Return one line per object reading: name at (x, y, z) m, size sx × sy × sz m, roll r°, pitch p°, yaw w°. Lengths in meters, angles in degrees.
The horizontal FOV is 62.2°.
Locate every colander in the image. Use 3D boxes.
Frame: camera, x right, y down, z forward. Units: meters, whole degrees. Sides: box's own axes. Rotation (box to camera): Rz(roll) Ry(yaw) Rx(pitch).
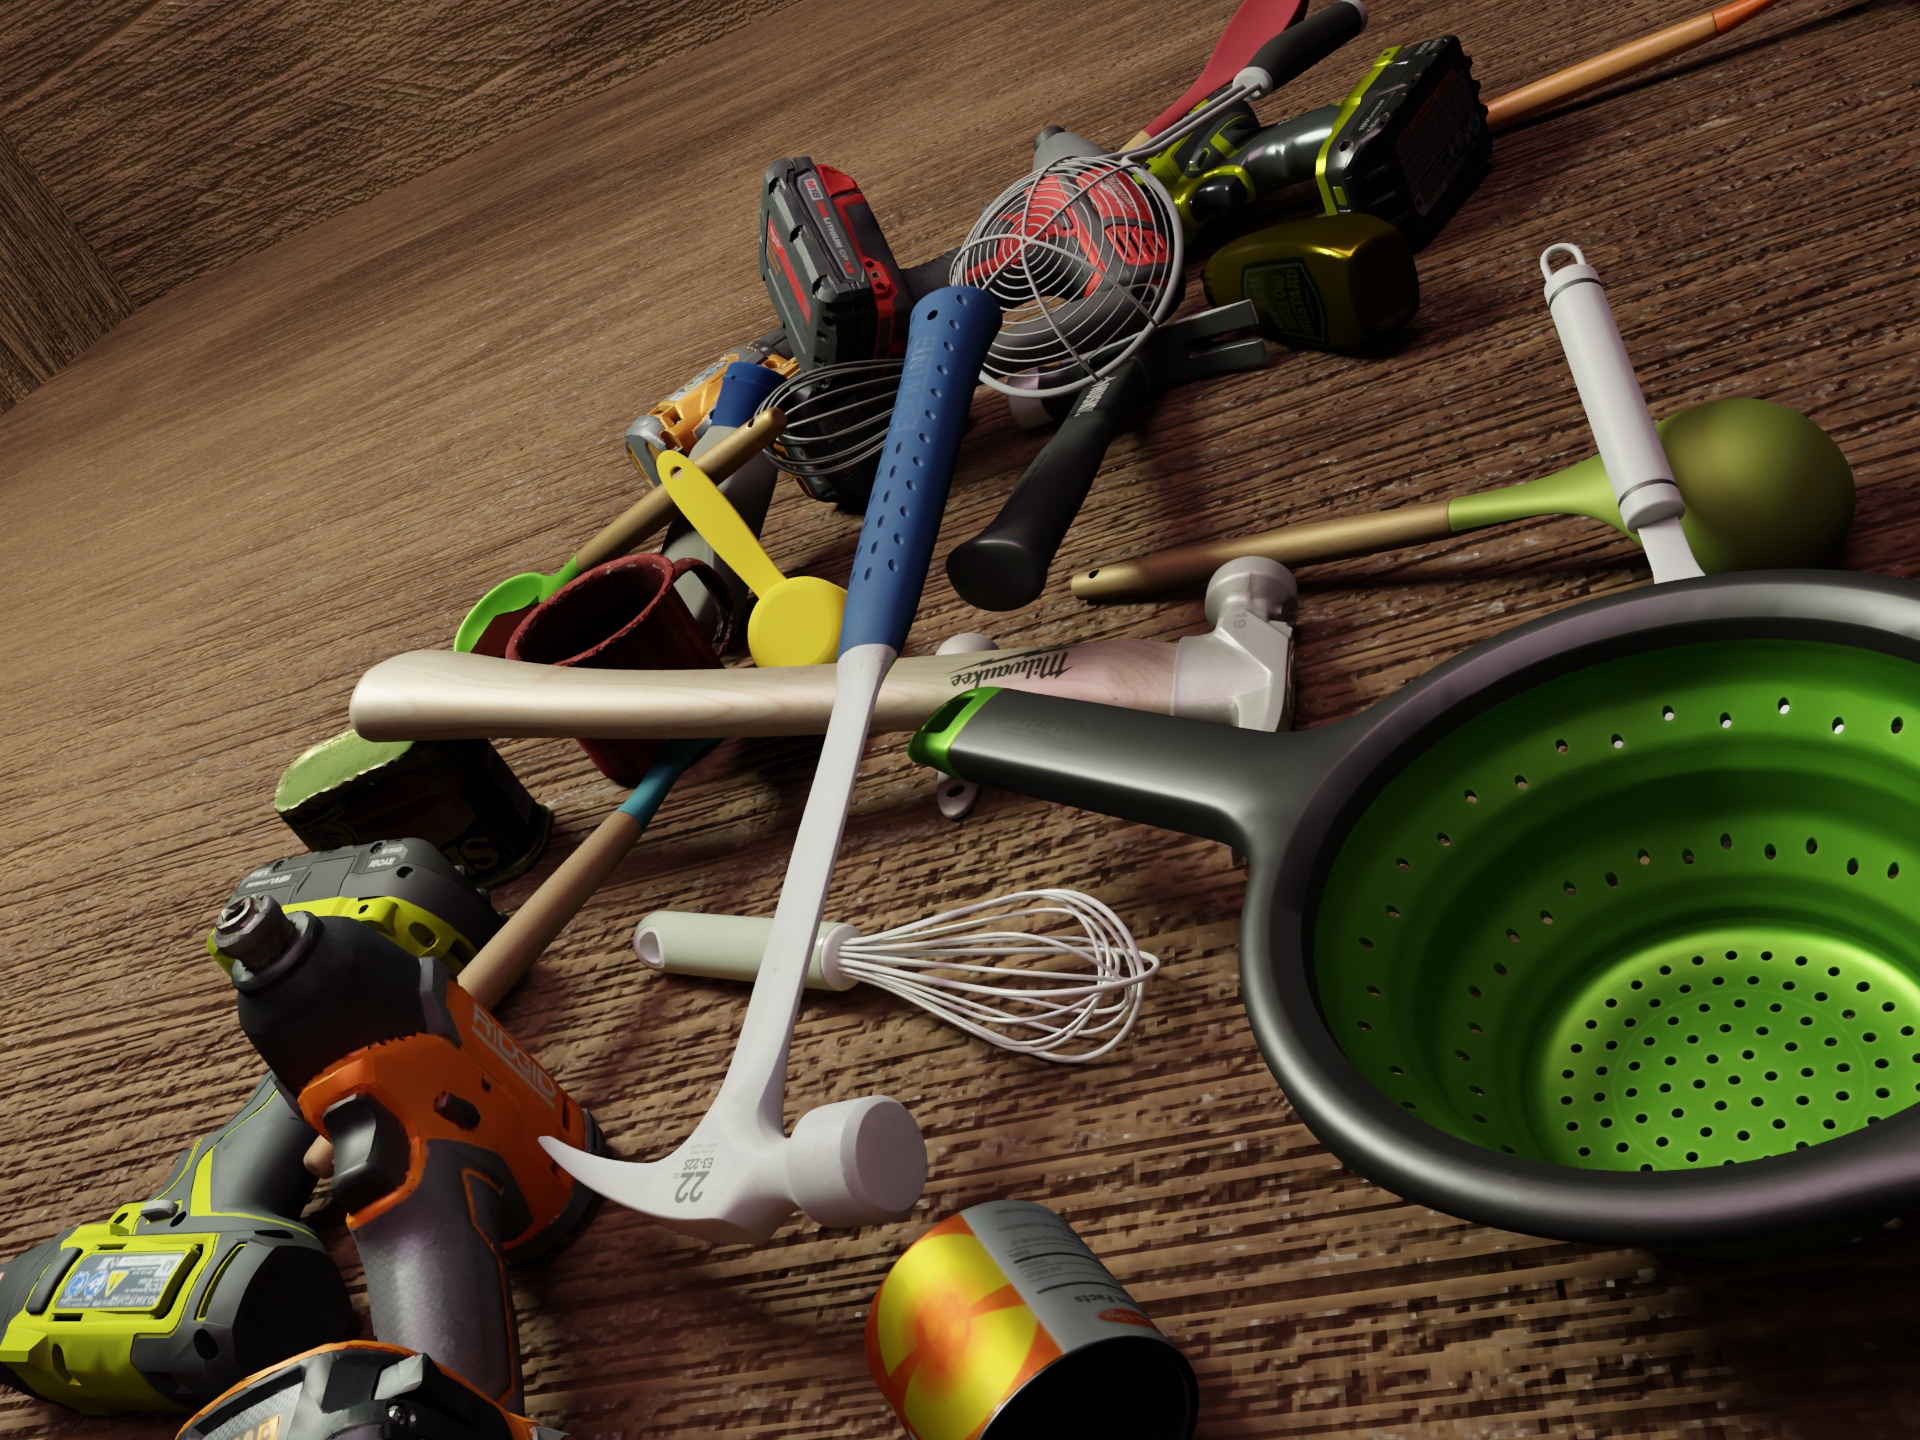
colander at (0.129, 0.051, 0.453) m, size 0.397 × 0.094 × 0.204 m, roll 11°, pitch 51°, yaw 50°

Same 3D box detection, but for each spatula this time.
spatula at (-0.147, 0.068, 0.659) m, size 0.082 × 0.044 × 0.318 m, roll -1°, pitch 36°, yaw 36°
spatula at (0.411, -0.382, 0.917) m, size 0.322 × 0.041 × 0.081 m, roll -16°, pitch 33°, yaw 27°

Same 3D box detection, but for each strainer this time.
strainer at (0.230, -0.062, 0.520) m, size 0.087 × 0.050 × 0.259 m, roll -18°, pitch 58°, yaw 22°

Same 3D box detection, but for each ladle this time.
ladle at (0.180, -0.069, 0.642) m, size 0.320 × 0.062 × 0.078 m, roll -7°, pitch 48°, yaw 42°
ladle at (0.096, -0.336, 0.970) m, size 0.315 × 0.031 × 0.069 m, roll -43°, pitch 31°, yaw 6°

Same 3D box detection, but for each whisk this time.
whisk at (0.004, -0.185, 0.840) m, size 0.239 × 0.055 × 0.055 m, roll -22°, pitch 31°, yaw -10°
whisk at (-0.036, 0.086, 0.580) m, size 0.246 × 0.058 × 0.059 m, roll -2°, pitch 6°, yaw 40°

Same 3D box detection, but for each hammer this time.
hammer at (0.060, -0.130, 0.752) m, size 0.146 × 0.035 × 0.335 m, roll -14°, pitch 22°, yaw 22°
hammer at (-0.073, -0.003, 0.654) m, size 0.410 × 0.038 × 0.146 m, roll -1°, pitch 39°, yaw 16°
hammer at (-0.041, -0.012, 0.576) m, size 0.144 × 0.035 × 0.406 m, roll -19°, pitch 44°, yaw 36°

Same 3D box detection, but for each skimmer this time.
skimmer at (0.128, -0.295, 0.863) m, size 0.127 × 0.090 × 0.363 m, roll 20°, pitch 47°, yaw 33°

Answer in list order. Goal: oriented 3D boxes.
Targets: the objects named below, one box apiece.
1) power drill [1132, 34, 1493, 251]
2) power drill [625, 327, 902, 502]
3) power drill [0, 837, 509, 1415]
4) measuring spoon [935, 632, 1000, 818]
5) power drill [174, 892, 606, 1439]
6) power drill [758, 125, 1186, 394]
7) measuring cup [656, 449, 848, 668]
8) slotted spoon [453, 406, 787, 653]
power drill at (0.180, -0.322, 0.959) m, size 0.229 × 0.080 × 0.191 m, roll 7°, pitch 51°, yaw 46°
power drill at (-0.092, -0.211, 1.009) m, size 0.185 × 0.084 × 0.226 m, roll -43°, pitch 30°, yaw -25°
power drill at (-0.285, 0.159, 0.633) m, size 0.171 × 0.080 × 0.223 m, roll -10°, pitch 39°, yaw 25°
measuring spoon at (-0.001, -0.002, 0.696) m, size 0.034 × 0.018 × 0.124 m, roll -18°, pitch 34°, yaw 16°
power drill at (-0.167, 0.157, 0.463) m, size 0.084 × 0.164 × 0.227 m, roll -30°, pitch 34°, yaw 3°
power drill at (0.005, -0.268, 0.893) m, size 0.219 × 0.078 × 0.143 m, roll -15°, pitch 65°, yaw -18°
measuring cup at (-0.106, -0.079, 0.781) m, size 0.062 × 0.156 × 0.029 m, roll -42°, pitch -14°, yaw 7°
slotted spoon at (-0.194, -0.096, 0.884) m, size 0.314 × 0.031 × 0.070 m, roll -26°, pitch 48°, yaw 41°
